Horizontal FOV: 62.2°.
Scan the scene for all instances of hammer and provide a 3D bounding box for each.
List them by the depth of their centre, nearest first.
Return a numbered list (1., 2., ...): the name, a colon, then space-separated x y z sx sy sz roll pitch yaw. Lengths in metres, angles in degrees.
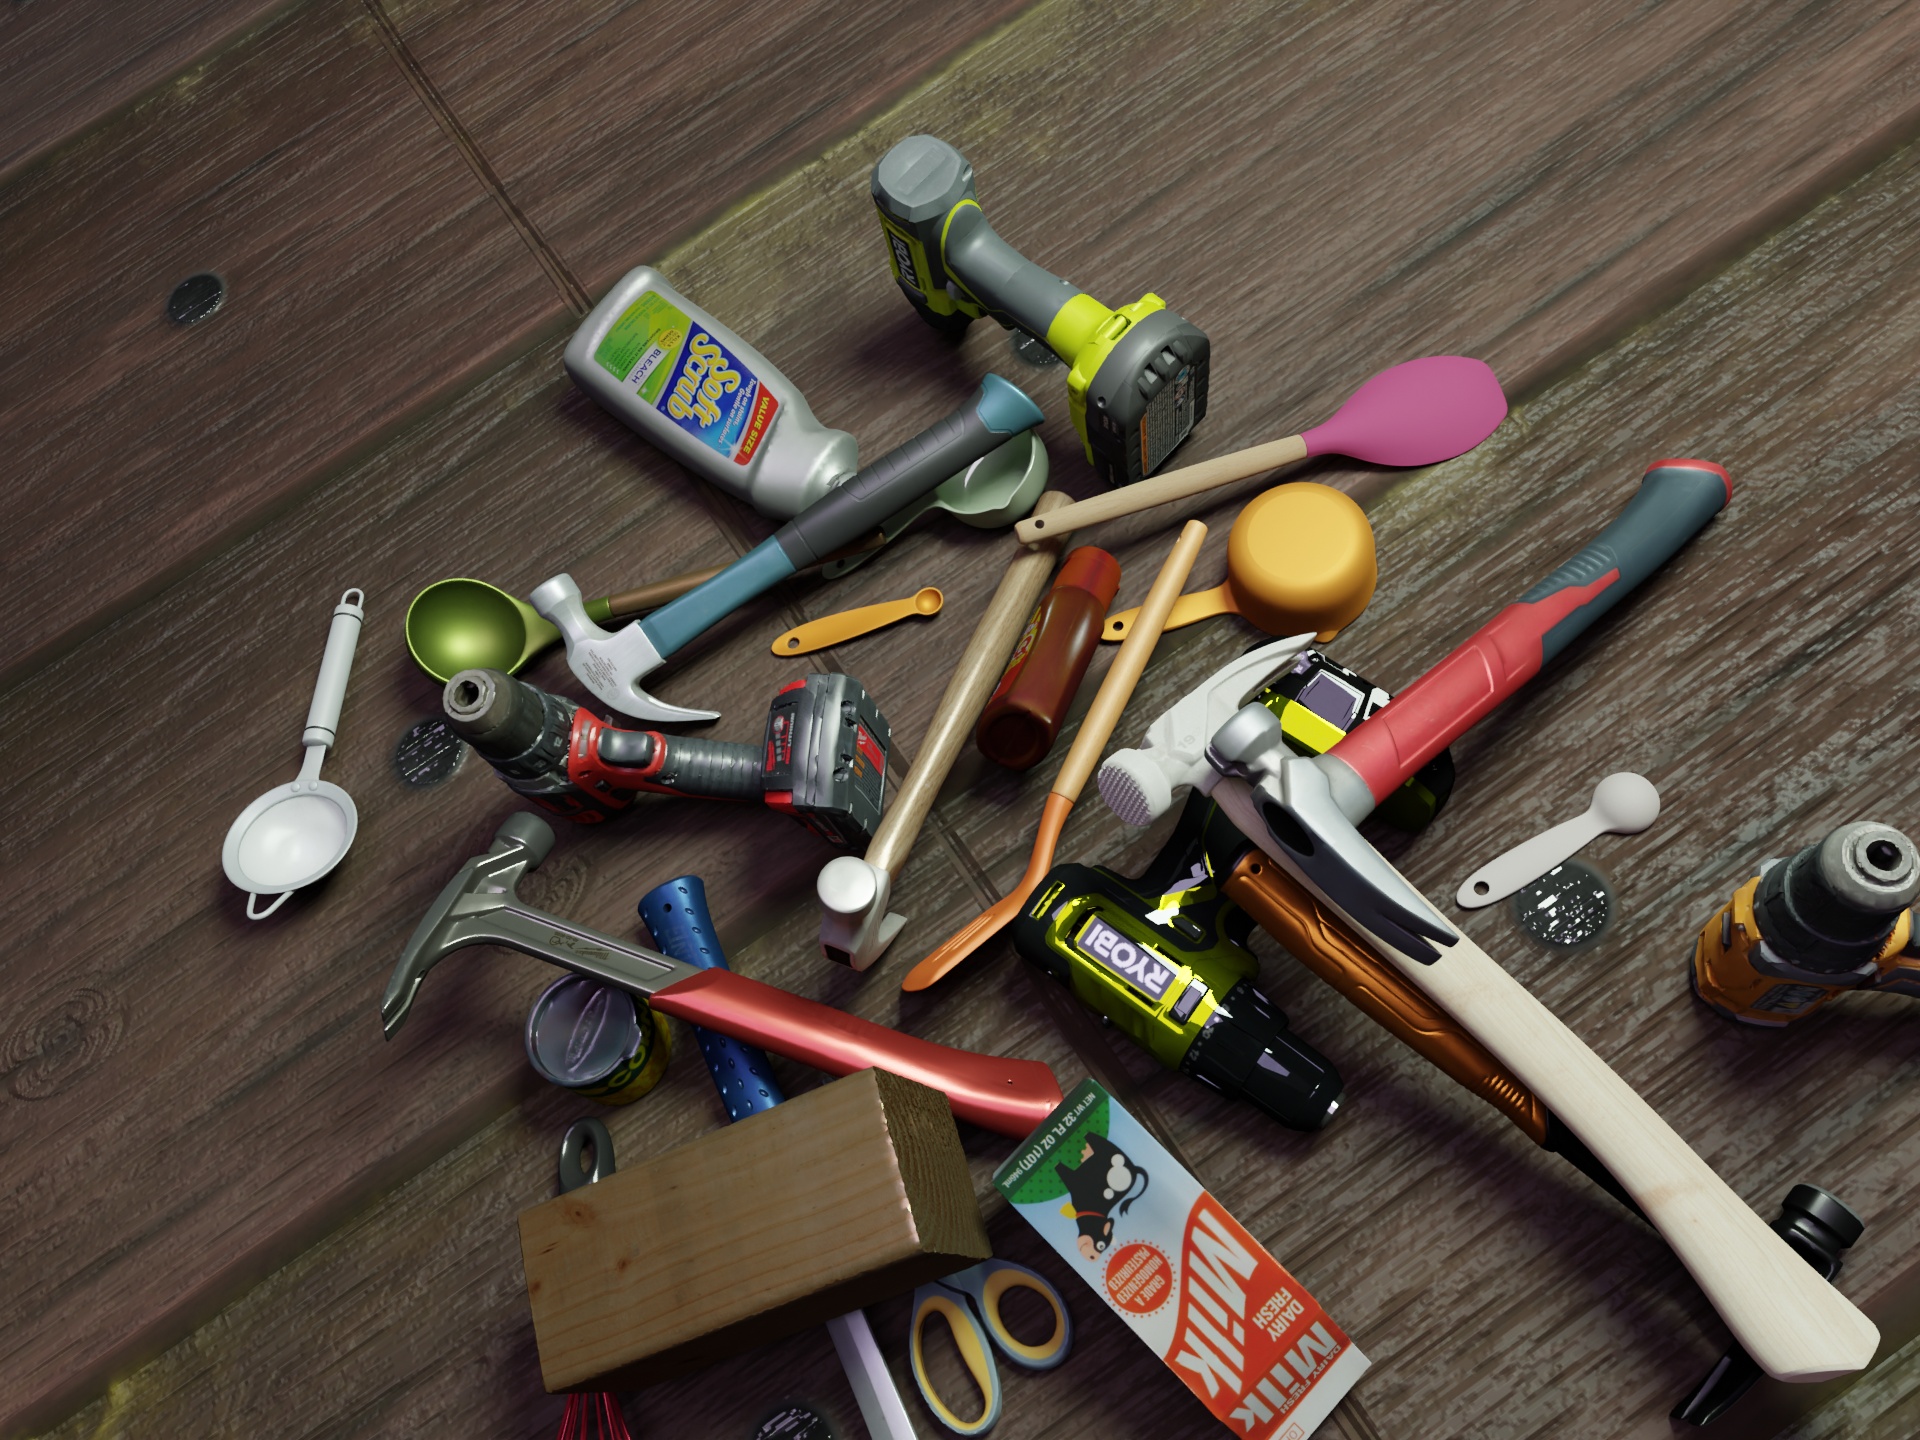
1. hammer: 0.255 0.128 0.749 0.146 0.038 0.411 -35 71 -28
2. hammer: 0.258 0.179 0.772 0.337 0.034 0.127 40 80 11
3. hammer: 0.301 -0.031 0.819 0.386 0.038 0.143 -33 71 -29
4. hammer: -0.093 0.262 0.853 0.144 0.035 0.406 -34 60 9
5. hammer: -0.119 0.163 0.857 0.359 0.036 0.149 19 47 6
6. hammer: -0.001 -0.003 0.928 0.031 0.130 0.331 21 61 9
7. hammer: -0.097 -0.113 0.987 0.331 0.033 0.128 -33 94 3

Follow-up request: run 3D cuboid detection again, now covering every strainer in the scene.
1. strainer: -0.422 0.020 1.047 0.087 0.050 0.259 -3 60 6

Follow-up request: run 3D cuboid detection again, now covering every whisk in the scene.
1. whisk: -0.195 0.351 0.835 0.073 0.073 0.296 -14 58 7

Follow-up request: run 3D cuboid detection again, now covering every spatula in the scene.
1. spatula: 0.061 0.019 0.910 0.041 0.081 0.323 29 78 -6

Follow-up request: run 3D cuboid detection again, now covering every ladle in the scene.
1. ladle: -0.204 -0.084 1.024 0.320 0.062 0.078 -14 73 9

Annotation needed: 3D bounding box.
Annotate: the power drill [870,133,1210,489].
1. power drill: 0.046 -0.248 0.996 0.223 0.171 0.080 42 82 17

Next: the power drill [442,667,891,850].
1. power drill: -0.166 0.016 0.908 0.227 0.187 0.080 2 73 10

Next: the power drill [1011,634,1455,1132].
1. power drill: 0.165 0.087 0.857 0.191 0.080 0.228 34 80 19

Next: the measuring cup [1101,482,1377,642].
1. measuring cup: 0.162 -0.086 0.947 0.173 0.052 0.095 -16 63 5

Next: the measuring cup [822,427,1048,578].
1. measuring cup: -0.016 -0.135 1.029 0.167 0.038 0.083 -34 60 16

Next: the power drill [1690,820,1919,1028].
1. power drill: 0.470 0.102 0.718 0.226 0.185 0.084 7 66 13

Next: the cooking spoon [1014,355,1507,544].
1. cooking spoon: 0.184 -0.159 0.967 0.319 0.017 0.069 -18 76 -6

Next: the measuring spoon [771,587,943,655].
1. measuring spoon: -0.065 -0.060 1.016 0.117 0.011 0.021 -16 63 10

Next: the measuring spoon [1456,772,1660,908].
1. measuring spoon: 0.322 0.066 0.860 0.124 0.018 0.034 -31 63 -1
